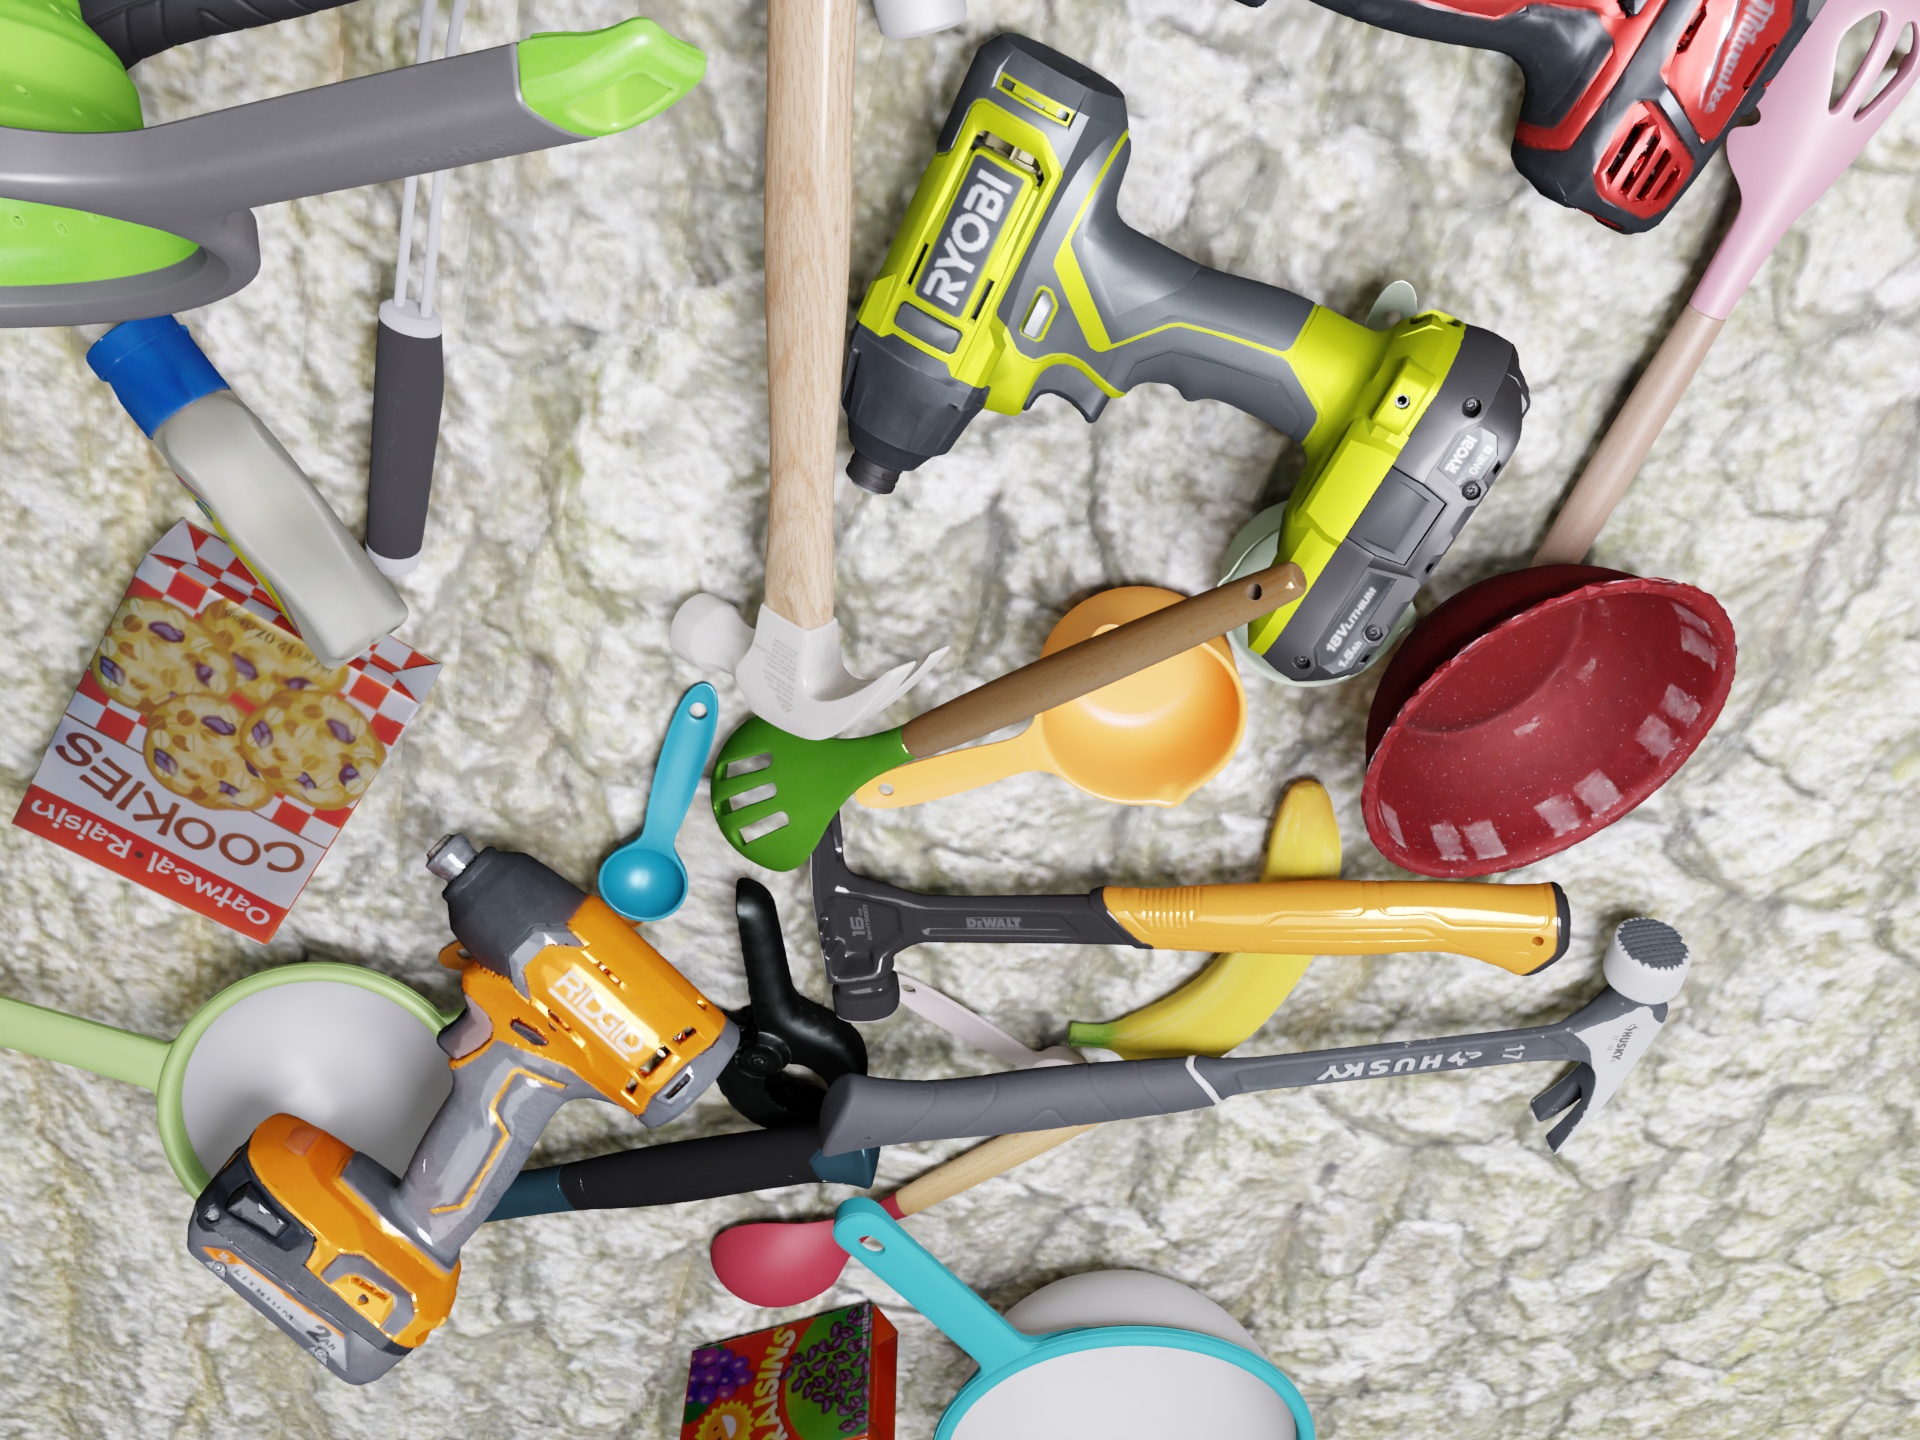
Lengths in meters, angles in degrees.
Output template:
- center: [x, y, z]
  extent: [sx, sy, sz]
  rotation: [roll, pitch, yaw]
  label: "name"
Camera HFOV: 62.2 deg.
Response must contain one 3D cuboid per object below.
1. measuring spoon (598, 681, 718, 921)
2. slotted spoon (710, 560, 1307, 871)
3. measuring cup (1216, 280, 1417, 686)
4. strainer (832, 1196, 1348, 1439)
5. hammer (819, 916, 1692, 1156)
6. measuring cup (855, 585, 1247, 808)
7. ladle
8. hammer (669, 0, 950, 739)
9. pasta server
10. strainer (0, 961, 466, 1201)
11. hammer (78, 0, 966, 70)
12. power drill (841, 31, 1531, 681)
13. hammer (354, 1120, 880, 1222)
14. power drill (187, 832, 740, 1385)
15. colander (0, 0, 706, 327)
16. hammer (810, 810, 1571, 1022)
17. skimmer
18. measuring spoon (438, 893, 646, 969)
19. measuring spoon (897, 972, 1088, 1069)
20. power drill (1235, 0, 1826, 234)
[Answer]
- center: [-0.135, 0.036, 0.739]
  extent: [0.042, 0.021, 0.128]
  rotation: [17, 112, -10]
  label: "measuring spoon"
- center: [-0.001, -0.002, 0.632]
  extent: [0.314, 0.031, 0.070]
  rotation: [-22, 82, 37]
  label: "slotted spoon"
- center: [0.151, -0.095, 0.637]
  extent: [0.083, 0.038, 0.167]
  rotation: [8, 117, -3]
  label: "measuring cup"
- center: [0.048, 0.341, 0.882]
  extent: [0.211, 0.095, 0.340]
  rotation: [-35, 114, 18]
  label: "strainer"
- center: [0.136, 0.173, 0.766]
  extent: [0.409, 0.036, 0.149]
  rotation: [-5, 132, -5]
  label: "hammer"
- center: [0.036, -0.002, 0.689]
  extent: [0.173, 0.052, 0.095]
  rotation: [-17, 121, 15]
  label: "measuring cup"
- center: [-0.009, 0.253, 0.867]
  extent: [0.315, 0.031, 0.069]
  rotation: [-31, 117, 17]
  label: "ladle"
- center: [-0.054, -0.136, 0.565]
  extent: [0.130, 0.031, 0.331]
  rotation: [30, 131, 31]
  label: "hammer"
- center: [0.271, -0.136, 0.614]
  extent: [0.060, 0.040, 0.316]
  rotation: [14, 126, -8]
  label: "pasta server"
- center: [-0.361, 0.167, 0.786]
  extent: [0.256, 0.069, 0.151]
  rotation: [18, 99, -8]
  label: "strainer"
- center: [-0.174, -0.272, 0.530]
  extent: [0.335, 0.035, 0.146]
  rotation: [-10, 122, 8]
  label: "hammer"
- center: [0.071, -0.117, 0.580]
  extent: [0.223, 0.080, 0.171]
  rotation: [30, 119, 2]
  label: "power drill"
- center: [-0.191, 0.244, 0.837]
  extent: [0.331, 0.033, 0.128]
  rotation: [-13, 121, 19]
  label: "hammer"
- center: [-0.236, 0.168, 0.725]
  extent: [0.226, 0.084, 0.164]
  rotation: [-44, 101, 0]
  label: "power drill"
- center: [-0.253, -0.189, 0.457]
  extent: [0.397, 0.204, 0.094]
  rotation: [-2, 94, 22]
  label: "colander"
- center: [0.098, 0.082, 0.718]
  extent: [0.337, 0.034, 0.127]
  rotation: [-1, 118, 11]
  label: "hammer"
- center: [-0.195, -0.174, 0.526]
  extent: [0.127, 0.090, 0.363]
  rotation: [26, 132, 3]
  label: "skimmer"
- center: [-0.207, 0.104, 0.786]
  extent: [0.117, 0.011, 0.021]
  rotation: [-16, 120, 15]
  label: "measuring spoon"
- center: [0.015, 0.156, 0.813]
  extent: [0.124, 0.018, 0.034]
  rotation: [31, 131, -10]
  label: "measuring spoon"
- center: [0.181, -0.278, 0.496]
  extent: [0.226, 0.080, 0.187]
  rotation: [19, 121, -14]
  label: "power drill"
